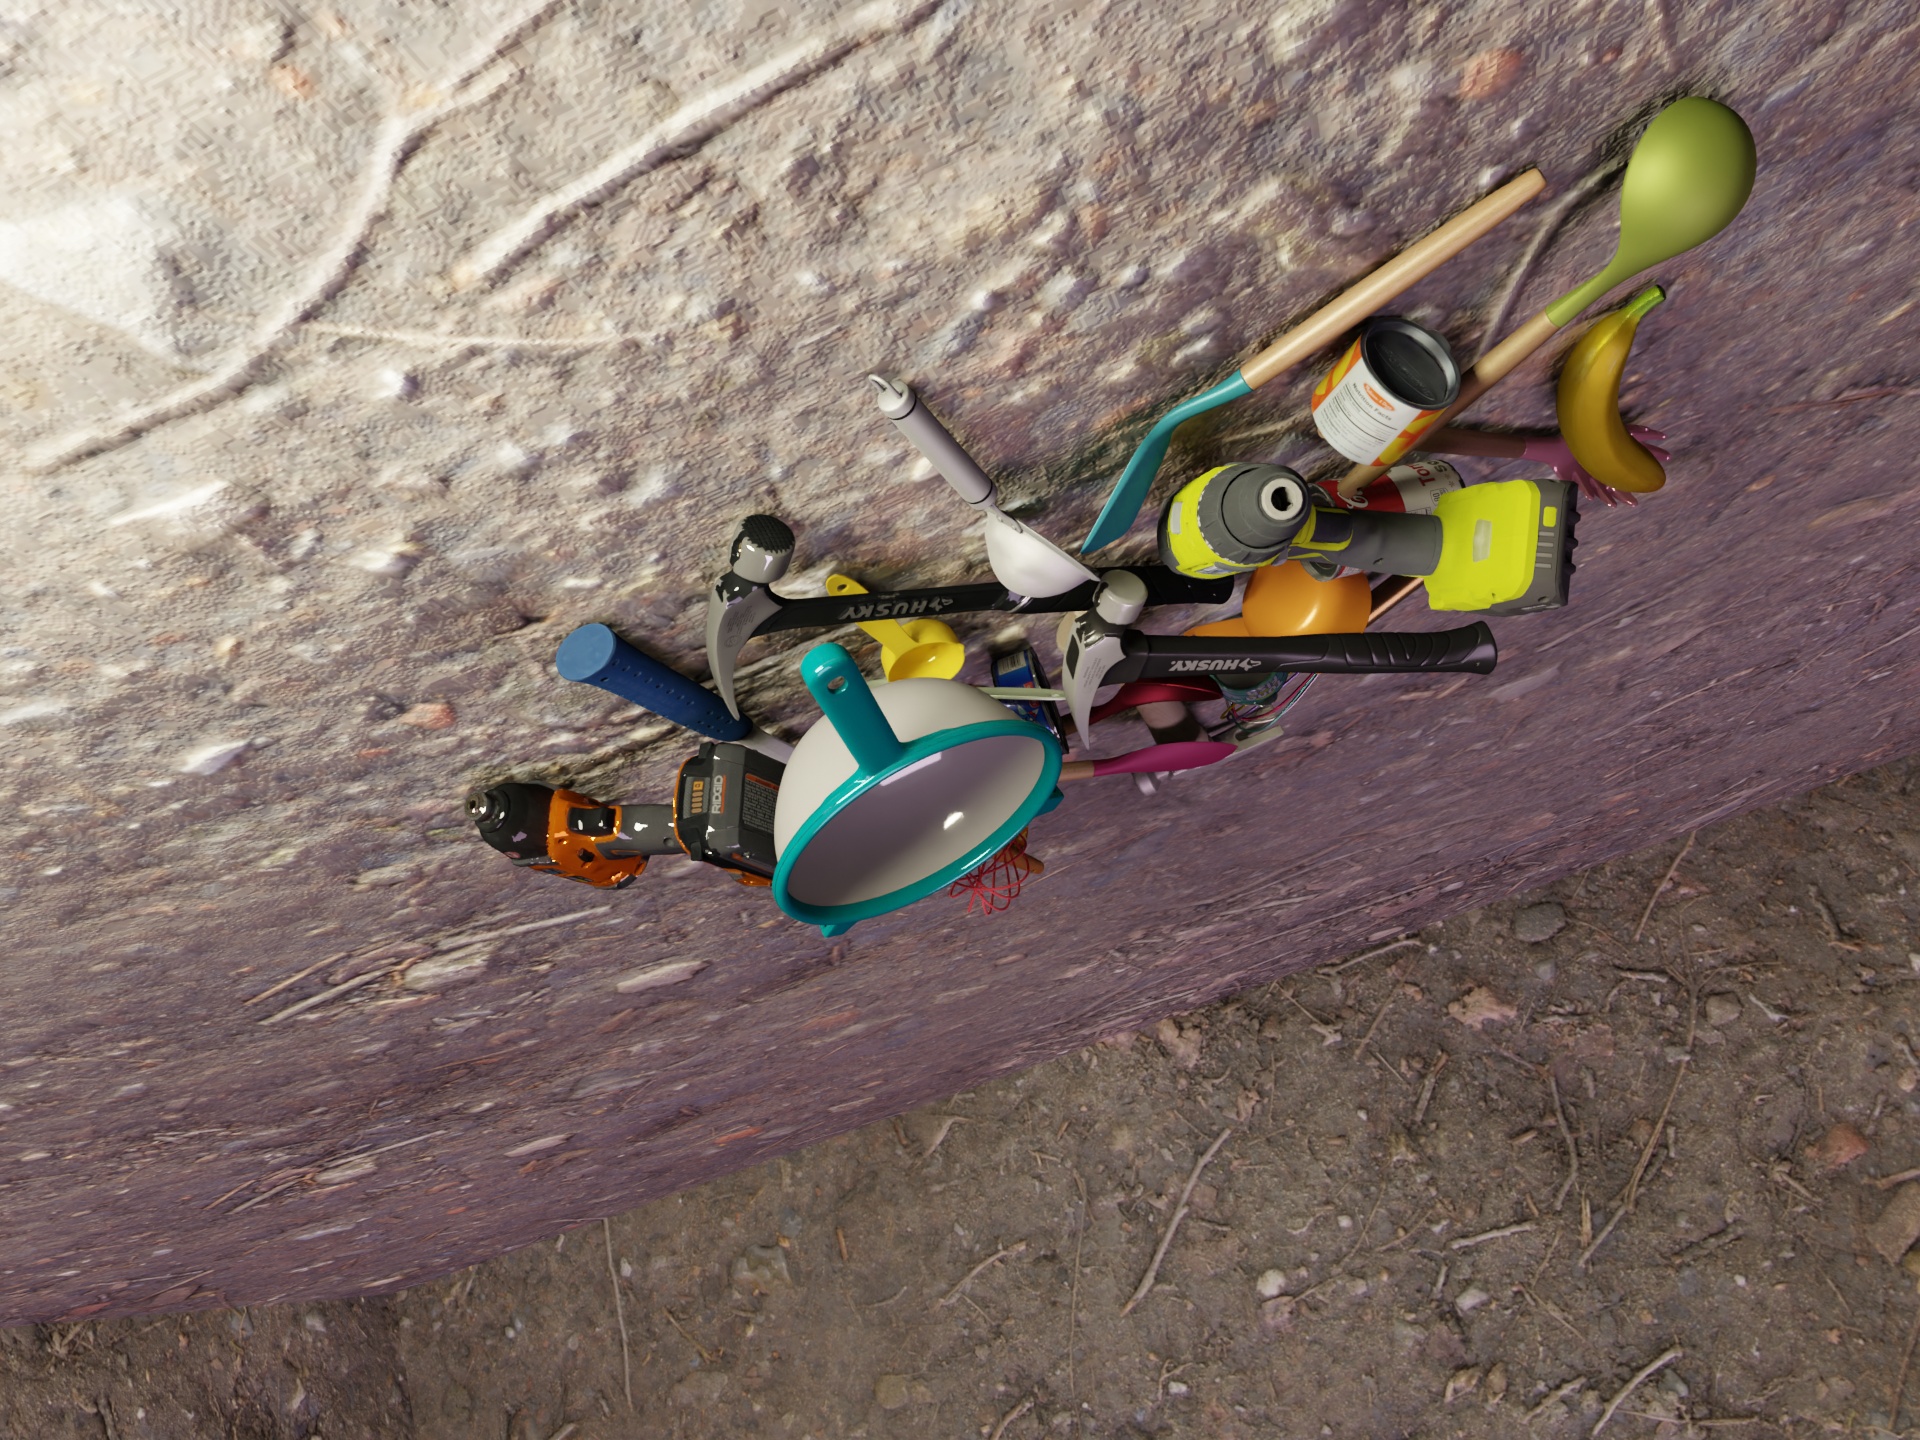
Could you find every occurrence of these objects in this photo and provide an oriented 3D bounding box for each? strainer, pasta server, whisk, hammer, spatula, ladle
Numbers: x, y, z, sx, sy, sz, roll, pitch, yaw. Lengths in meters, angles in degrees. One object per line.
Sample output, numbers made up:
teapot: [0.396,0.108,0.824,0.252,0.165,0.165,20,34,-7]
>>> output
strainer: [-0.057,0.012,0.998,0.211,0.095,0.340,-30,152,-3]
pasta server: [0.367,-0.185,1.082,0.316,0.040,0.060,-2,119,-32]
whisk: [0.304,-0.069,1.286,0.047,0.051,0.245,22,129,-41]
strainer: [0.013,-0.126,0.914,0.050,0.087,0.258,-53,143,-2]
hammer: [-0.150,0.006,1.144,0.144,0.035,0.405,-23,158,14]
spatula: [-0.015,0.099,1.348,0.081,0.041,0.322,-27,150,26]
ladle: [0.319,-0.227,0.920,0.078,0.062,0.320,-6,159,-32]
hammer: [0.022,-0.077,1.048,0.408,0.036,0.149,-7,142,-33]
spatula: [0.190,-0.199,0.899,0.317,0.044,0.082,-33,179,30]
whisk: [0.030,0.091,1.315,0.073,0.073,0.296,-23,-170,12]
hammer: [0.228,-0.042,1.108,0.334,0.035,0.146,-2,140,-19]
hammer: [0.171,-0.023,1.329,0.146,0.038,0.410,-24,158,12]
ladle: [0.084,0.005,1.268,0.069,0.031,0.315,13,157,-36]

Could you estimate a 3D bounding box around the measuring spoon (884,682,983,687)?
measuring spoon: [-0.016,-0.019,1.221,0.116,0.011,0.021,3,151,-43]

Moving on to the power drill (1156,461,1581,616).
power drill: [0.244,-0.114,0.955,0.228,0.080,0.190,5,180,-6]

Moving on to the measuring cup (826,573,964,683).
measuring cup: [-0.050,-0.067,1.071,0.062,0.029,0.156,-30,144,13]

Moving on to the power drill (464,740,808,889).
power drill: [-0.227,0.071,1.123,0.226,0.084,0.164,-7,161,28]

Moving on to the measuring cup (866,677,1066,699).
measuring cup: [-0.002,-0.004,1.141,0.167,0.038,0.083,0,-163,4]

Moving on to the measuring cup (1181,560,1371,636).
measuring cup: [0.220,-0.080,1.192,0.052,0.095,0.173,19,159,-41]

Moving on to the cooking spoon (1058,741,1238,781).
cooking spoon: [0.088,0.044,1.363,0.319,0.017,0.068,-6,162,-15]
